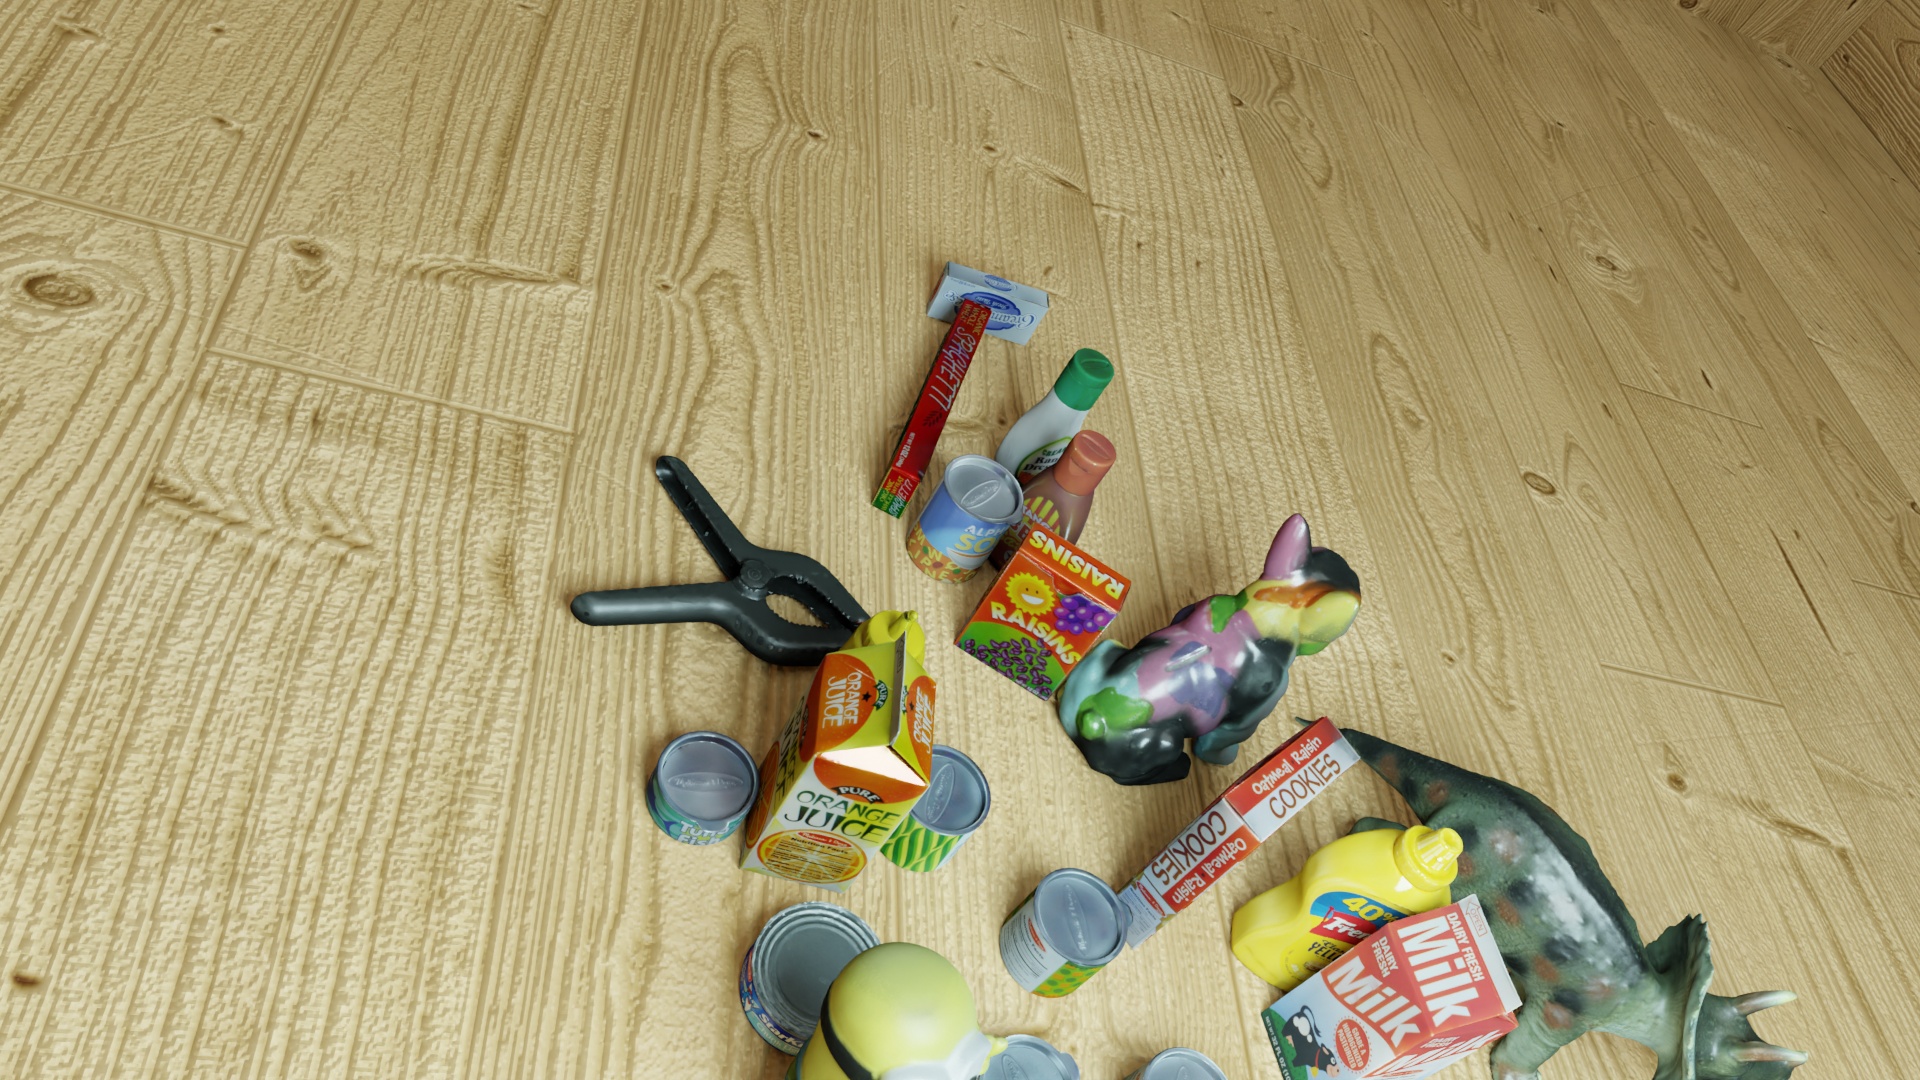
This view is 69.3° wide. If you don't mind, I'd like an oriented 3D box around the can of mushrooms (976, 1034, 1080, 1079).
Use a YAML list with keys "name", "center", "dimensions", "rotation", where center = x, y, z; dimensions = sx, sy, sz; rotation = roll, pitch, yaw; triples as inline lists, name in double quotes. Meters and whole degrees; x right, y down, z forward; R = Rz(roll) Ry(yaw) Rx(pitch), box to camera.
- name: "can of mushrooms"
  center: [0.037, 0.335, 0.837]
  dimensions: [0.071, 0.033, 0.071]
  rotation: [15, 47, -17]

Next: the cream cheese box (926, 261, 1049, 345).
- name: "cream cheese box"
  center: [0.025, -0.220, 1.295]
  dimensions: [0.104, 0.053, 0.024]
  rotation: [14, 47, -18]

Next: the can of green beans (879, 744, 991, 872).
- name: "can of green beans"
  center: [-0.021, 0.178, 0.923]
  dimensions: [0.071, 0.057, 0.071]
  rotation: [15, 47, -17]

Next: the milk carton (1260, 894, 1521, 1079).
- name: "milk carton"
  center: [0.282, 0.299, 0.891]
  dimensions: [0.073, 0.189, 0.072]
  rotation: [5, 51, -26]

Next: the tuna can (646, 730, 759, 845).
- name: "tuna can"
  center: [-0.163, 0.159, 0.879]
  dimensions: [0.071, 0.032, 0.071]
  rotation: [15, 47, -17]

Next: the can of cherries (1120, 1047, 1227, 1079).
- name: "can of cherries"
  center: [0.130, 0.355, 0.853]
  dimensions: [0.071, 0.058, 0.072]
  rotation: [15, 47, -17]

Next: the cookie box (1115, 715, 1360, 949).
- name: "cookie box"
  center: [0.180, 0.197, 0.939]
  dimensions: [0.123, 0.166, 0.040]
  rotation: [-26, 68, -41]

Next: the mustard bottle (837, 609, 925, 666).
- name: "mustard bottle"
  center: [-0.057, 0.087, 0.908]
  dimensions: [0.065, 0.159, 0.049]
  rotation: [-19, 64, -39]

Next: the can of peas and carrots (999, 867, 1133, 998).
- name: "can of peas and carrots"
  center: [0.068, 0.256, 0.904]
  dimensions: [0.071, 0.058, 0.071]
  rotation: [15, 47, -17]

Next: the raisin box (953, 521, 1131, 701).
- name: "raisin box"
  center: [0.059, 0.054, 1.027]
  dimensions: [0.086, 0.122, 0.040]
  rotation: [33, 44, 0]

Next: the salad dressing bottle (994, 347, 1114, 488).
- name: "salad dressing bottle"
  center: [0.077, -0.096, 1.150]
  dimensions: [0.064, 0.146, 0.044]
  rotation: [-6, 56, -33]

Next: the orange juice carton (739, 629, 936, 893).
- name: "orange juice carton"
  center: [-0.069, 0.134, 0.838]
  dimensions: [0.073, 0.191, 0.072]
  rotation: [17, 46, -15]

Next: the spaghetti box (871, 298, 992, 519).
- name: "spaghetti box"
  center: [-0.021, -0.119, 1.184]
  dimensions: [0.029, 0.050, 0.251]
  rotation: [26, 45, -7]

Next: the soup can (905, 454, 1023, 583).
- name: "soup can"
  center: [0.004, -0.014, 1.083]
  dimensions: [0.071, 0.083, 0.072]
  rotation: [15, 47, -17]

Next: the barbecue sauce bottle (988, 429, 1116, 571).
- name: "barbecue sauce bottle"
  center: [0.073, -0.026, 1.086]
  dimensions: [0.065, 0.147, 0.044]
  rotation: [42, 45, 9]
